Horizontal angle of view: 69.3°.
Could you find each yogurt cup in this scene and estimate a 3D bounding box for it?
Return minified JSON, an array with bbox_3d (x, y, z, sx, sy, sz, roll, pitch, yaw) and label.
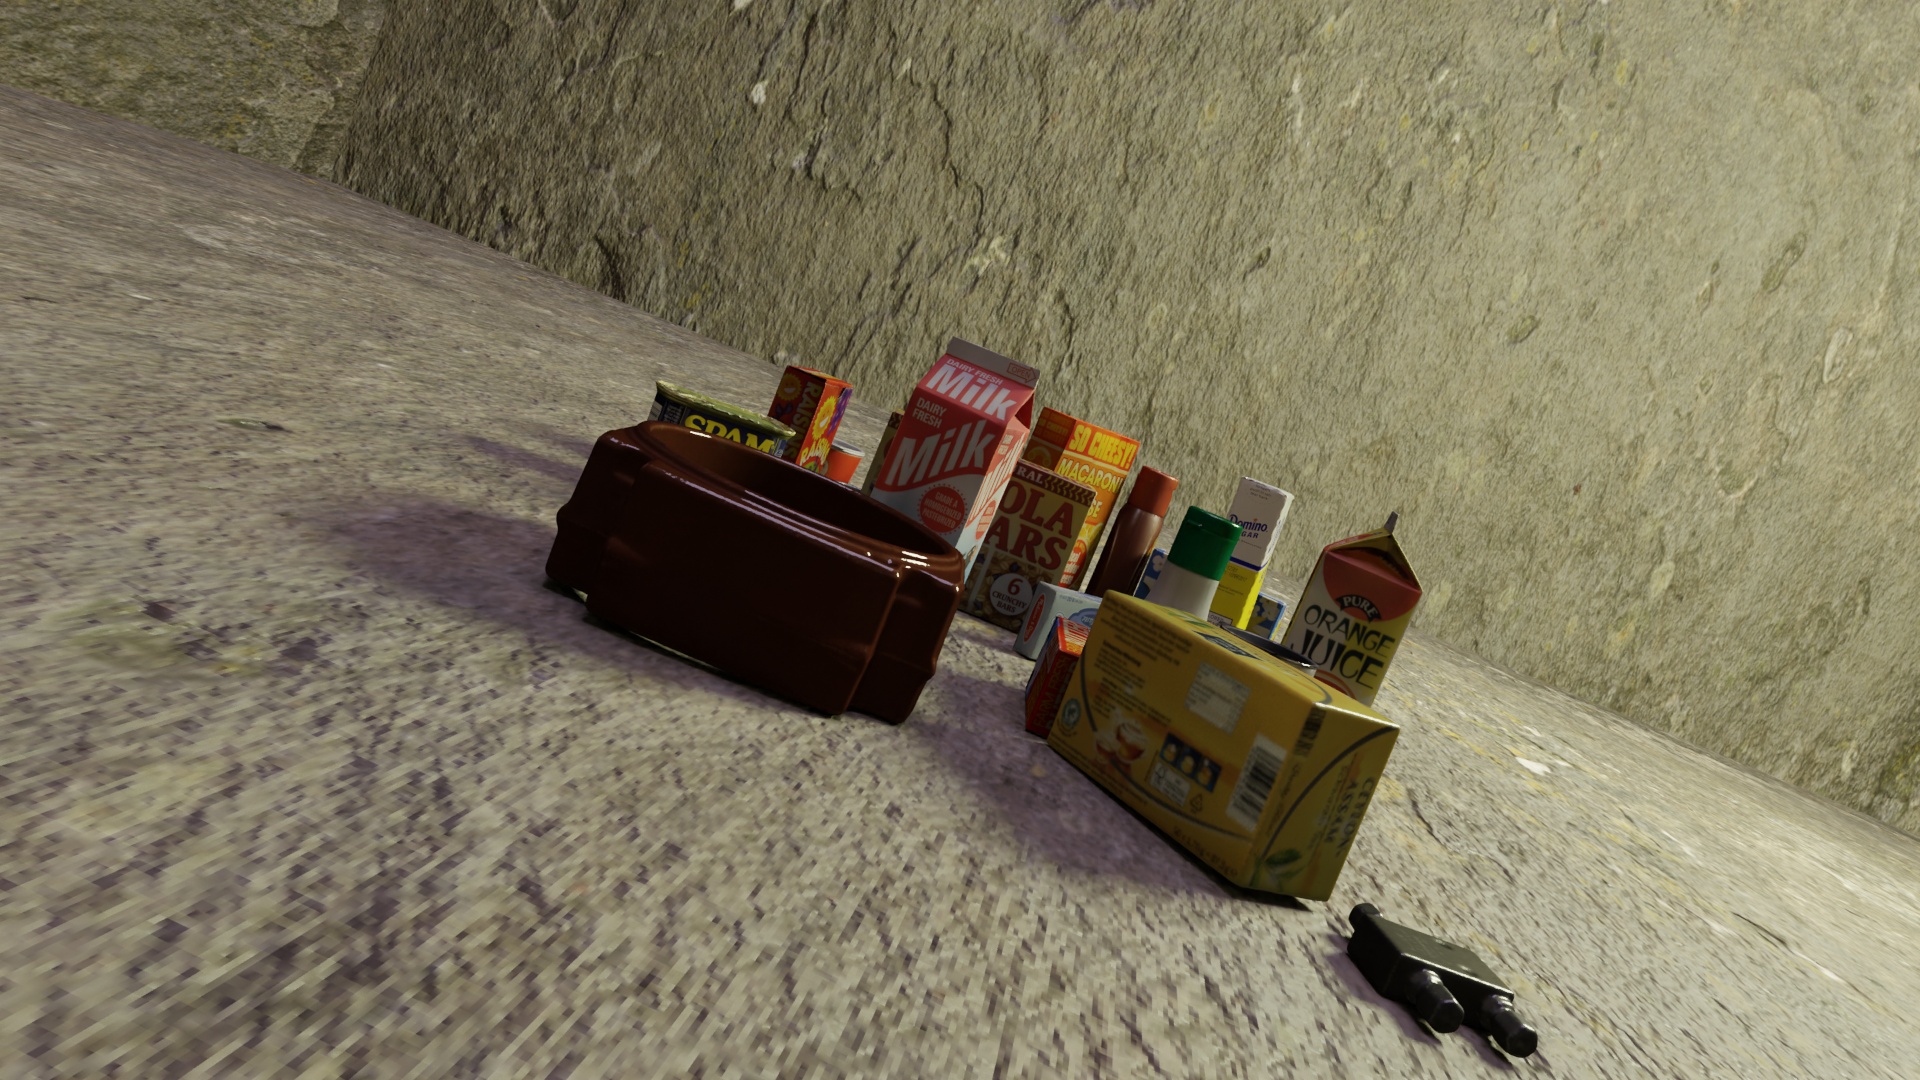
[{"bbox_3d":[-0.136,-0.075,1.379,0.072,0.054,0.072,22,7,-3],"label":"yogurt cup"}]

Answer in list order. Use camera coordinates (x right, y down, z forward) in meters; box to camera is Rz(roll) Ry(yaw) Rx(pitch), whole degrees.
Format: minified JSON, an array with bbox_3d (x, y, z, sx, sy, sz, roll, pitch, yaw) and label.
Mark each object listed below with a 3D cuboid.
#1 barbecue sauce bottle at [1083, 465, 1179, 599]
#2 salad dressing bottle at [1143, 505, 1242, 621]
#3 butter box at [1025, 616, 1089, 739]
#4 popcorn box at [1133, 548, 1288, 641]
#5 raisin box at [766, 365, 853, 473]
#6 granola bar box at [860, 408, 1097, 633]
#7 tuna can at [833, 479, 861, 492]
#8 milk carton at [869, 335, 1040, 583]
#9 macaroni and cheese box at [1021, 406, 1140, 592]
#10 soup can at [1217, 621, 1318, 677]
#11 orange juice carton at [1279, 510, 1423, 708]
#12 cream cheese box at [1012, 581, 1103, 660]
[{"bbox_3d":[0.155,0.005,1.278,0.044,0.148,0.065,23,7,5],"label":"barbecue sauce bottle"},{"bbox_3d":[0.133,0.052,0.878,0.044,0.147,0.064,16,9,-44],"label":"salad dressing bottle"},{"bbox_3d":[0.058,0.081,0.822,0.024,0.053,0.103,22,7,0],"label":"butter box"},{"bbox_3d":[0.218,0.070,1.245,0.127,0.085,0.038,25,7,19],"label":"popcorn box"},{"bbox_3d":[-0.134,-0.077,1.123,0.040,0.123,0.086,23,7,8],"label":"raisin box"},{"bbox_3d":[0.004,-0.013,1.063,0.165,0.124,0.039,22,7,-1],"label":"granola bar box"},{"bbox_3d":[-0.094,-0.027,1.237,0.071,0.032,0.071,22,7,-3],"label":"tuna can"},{"bbox_3d":[-0.011,-0.042,0.968,0.072,0.190,0.073,24,7,13],"label":"milk carton"},{"bbox_3d":[0.085,-0.026,1.227,0.040,0.166,0.124,27,8,33],"label":"macaroni and cheese box"},{"bbox_3d":[0.180,0.104,0.892,0.071,0.083,0.071,22,7,-3],"label":"soup can"},{"bbox_3d":[0.269,0.068,0.982,0.073,0.192,0.072,24,7,13],"label":"orange juice carton"},{"bbox_3d":[0.088,0.066,1.011,0.104,0.053,0.024,16,9,-41],"label":"cream cheese box"}]
